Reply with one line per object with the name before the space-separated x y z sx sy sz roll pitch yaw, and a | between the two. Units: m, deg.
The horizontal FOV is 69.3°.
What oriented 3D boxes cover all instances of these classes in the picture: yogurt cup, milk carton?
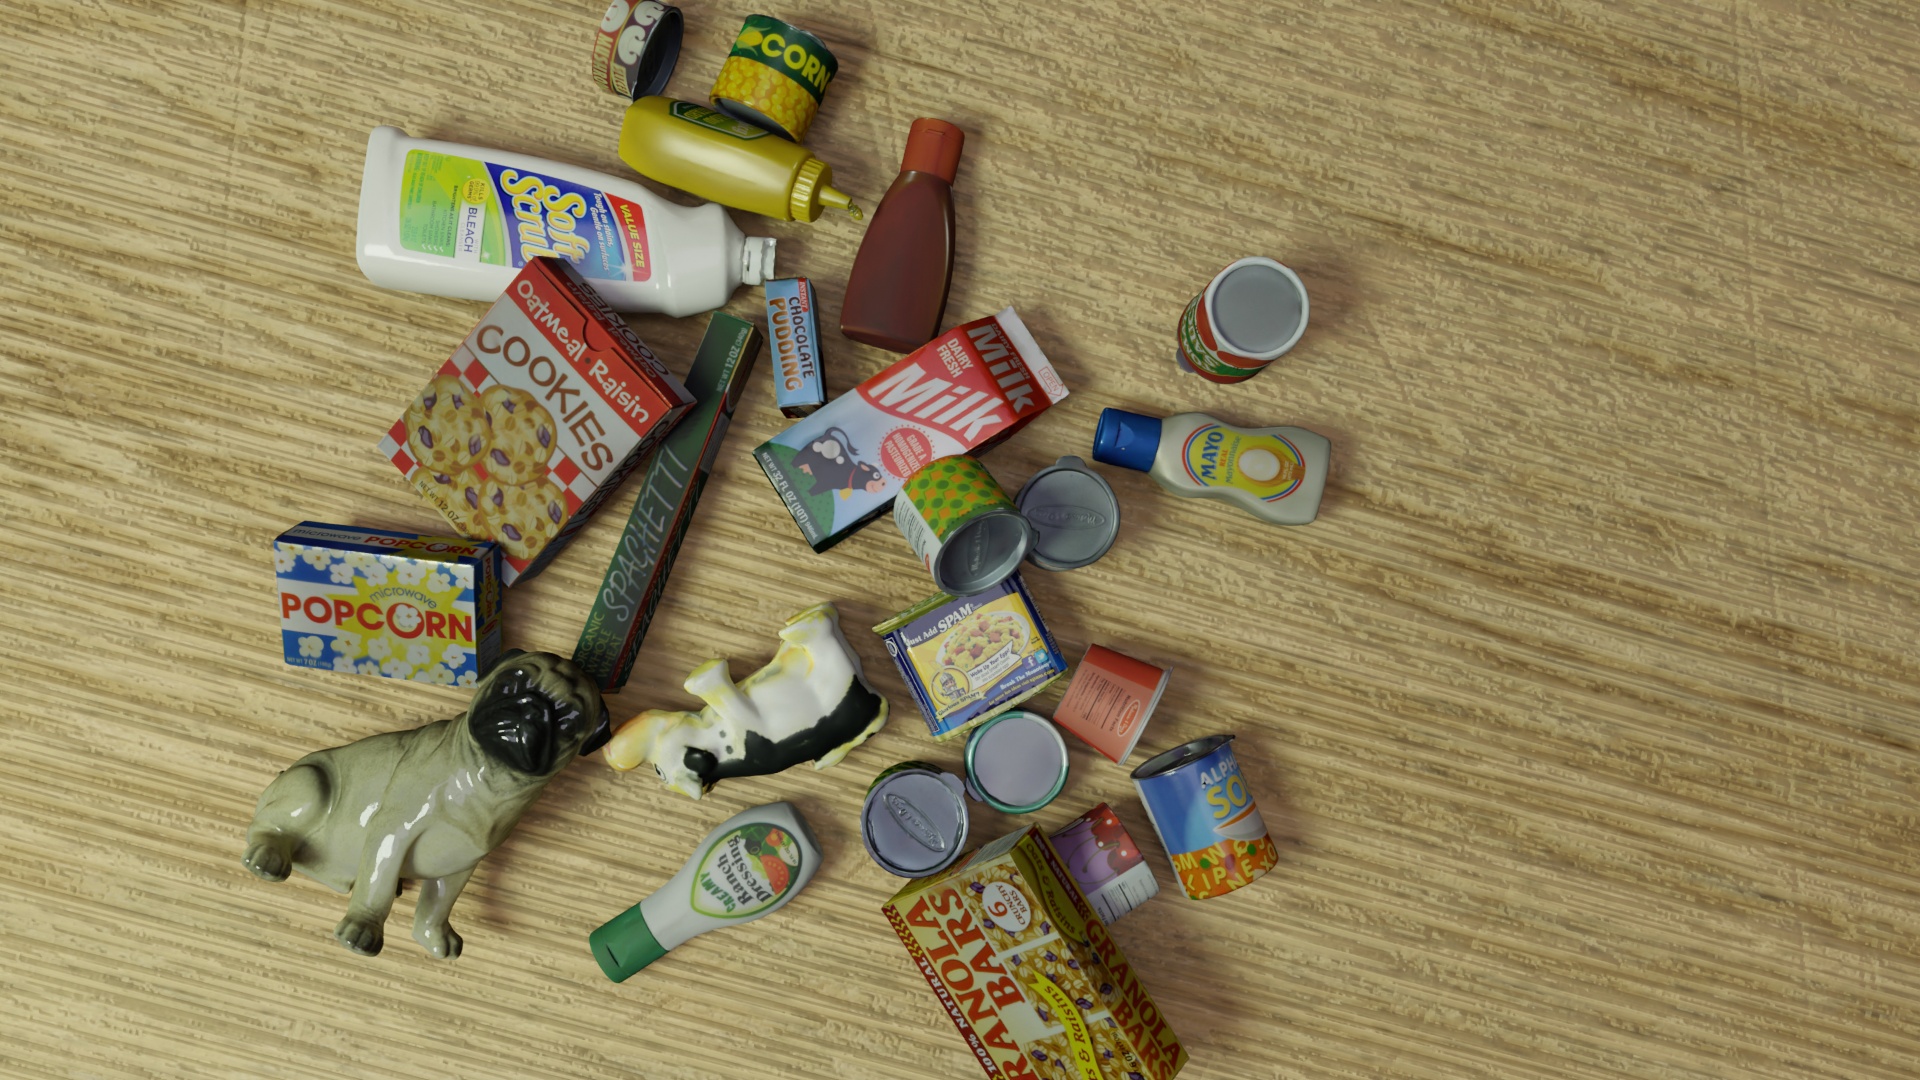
yogurt cup | 0.094 0.101 0.878 0.054 0.072 0.072 28 86 7
milk carton | -0.029 -0.072 0.878 0.191 0.073 0.072 -33 87 -5

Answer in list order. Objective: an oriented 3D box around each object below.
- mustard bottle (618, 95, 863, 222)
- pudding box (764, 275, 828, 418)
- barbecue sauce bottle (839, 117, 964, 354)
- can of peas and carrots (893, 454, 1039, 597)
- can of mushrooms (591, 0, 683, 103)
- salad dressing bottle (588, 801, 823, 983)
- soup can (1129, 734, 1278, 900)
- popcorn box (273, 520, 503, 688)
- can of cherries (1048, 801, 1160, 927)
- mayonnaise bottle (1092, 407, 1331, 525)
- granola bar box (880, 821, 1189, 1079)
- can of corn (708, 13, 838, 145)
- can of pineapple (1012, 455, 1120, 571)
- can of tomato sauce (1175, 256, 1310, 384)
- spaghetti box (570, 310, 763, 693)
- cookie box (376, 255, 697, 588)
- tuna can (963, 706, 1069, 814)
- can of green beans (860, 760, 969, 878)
mustard bottle | -0.133 -0.236 0.880 0.160 0.065 0.048 21 118 6
pudding box | -0.104 -0.122 0.890 0.030 0.049 0.083 -7 87 -2
barbecue sauce bottle | -0.031 -0.198 0.902 0.065 0.043 0.148 14 85 1
can of peas and carrots | 0.003 -0.010 0.836 0.071 0.070 0.059 -33 51 -4
can of mushrooms | -0.207 -0.313 0.889 0.033 0.071 0.071 24 86 0
salad dressing bottle | -0.159 0.221 0.866 0.148 0.044 0.064 -32 89 -4
soup can | 0.156 0.172 0.873 0.071 0.071 0.084 -24 88 -4
popcorn box | -0.350 0.039 0.852 0.127 0.038 0.085 7 111 3
can of cherries | 0.082 0.204 0.869 0.058 0.071 0.071 -32 88 -4
mayonnaise bottle | 0.161 -0.053 0.902 0.148 0.041 0.065 12 88 -2
granola bar box | 0.041 0.266 0.839 0.123 0.039 0.165 -34 88 40
can of corn | -0.119 -0.293 0.890 0.071 0.071 0.058 25 87 -1
can of pineapple | 0.066 -0.015 0.886 0.071 0.058 0.071 0 86 -3
can of tomato sauce | 0.178 -0.139 0.888 0.071 0.083 0.071 0 86 -3
spaghetti box | -0.185 -0.023 0.879 0.029 0.050 0.250 21 85 1
cookie box | -0.261 -0.072 0.852 0.167 0.040 0.123 -43 89 19
tuna can | 0.034 0.142 0.887 0.071 0.033 0.071 0 86 -3
can of green beans | -0.029 0.173 0.869 0.071 0.058 0.071 0 86 -3
